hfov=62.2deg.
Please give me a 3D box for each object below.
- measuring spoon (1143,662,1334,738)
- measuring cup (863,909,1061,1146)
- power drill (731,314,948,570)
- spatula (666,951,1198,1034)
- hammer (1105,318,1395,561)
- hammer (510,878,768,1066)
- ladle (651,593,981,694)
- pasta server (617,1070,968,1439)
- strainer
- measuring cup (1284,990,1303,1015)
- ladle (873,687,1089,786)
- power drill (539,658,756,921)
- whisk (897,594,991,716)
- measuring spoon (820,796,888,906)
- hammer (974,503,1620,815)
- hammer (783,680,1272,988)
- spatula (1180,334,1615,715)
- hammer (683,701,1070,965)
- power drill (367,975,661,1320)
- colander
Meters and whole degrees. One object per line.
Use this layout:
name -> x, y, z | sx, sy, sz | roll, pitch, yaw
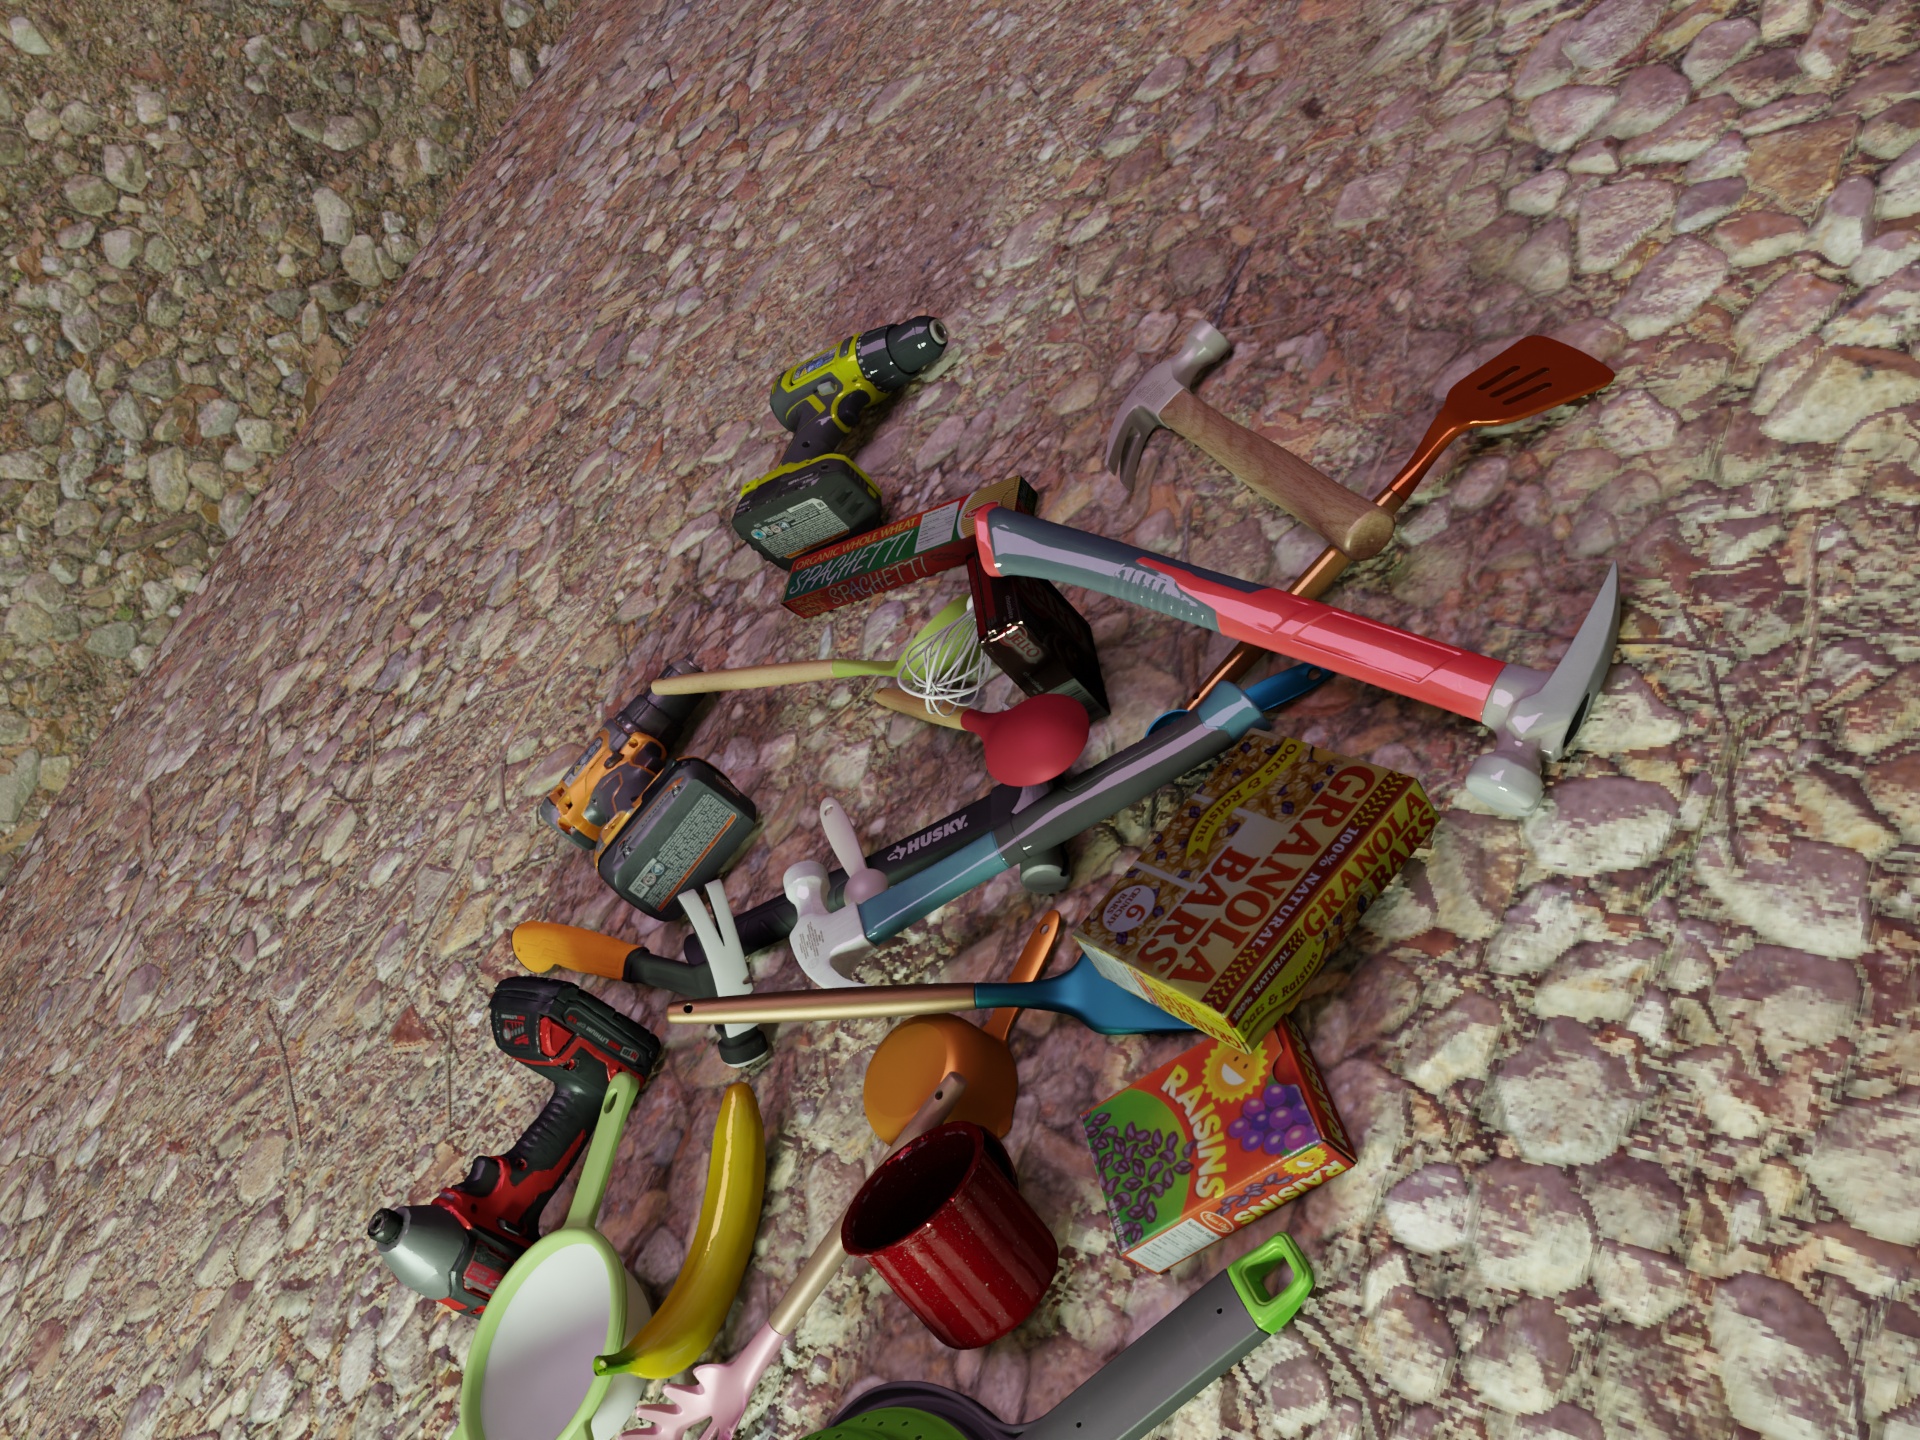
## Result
measuring spoon -> 0.173, -0.003, 0.973 | 0.128, 0.021, 0.042 | -27, 51, 15
measuring cup -> 0.004, 0.181, 0.952 | 0.095, 0.052, 0.174 | 16, 73, 50
power drill -> -0.106, -0.258, 1.420 | 0.190, 0.080, 0.229 | -17, 45, 36
spatula -> -0.018, 0.155, 0.920 | 0.317, 0.044, 0.082 | -5, 60, 6
hammer -> 0.189, -0.176, 1.061 | 0.130, 0.031, 0.332 | -47, 31, 8
hammer -> -0.259, 0.174, 1.199 | 0.034, 0.127, 0.337 | -22, 13, -38
ladle -> -0.120, -0.050, 1.229 | 0.320, 0.062, 0.078 | -5, 17, 32
pasta server -> -0.094, 0.325, 0.907 | 0.060, 0.040, 0.316 | 42, 102, 37
strainer -> -0.233, 0.359, 1.030 | 0.151, 0.069, 0.257 | -19, 46, 37
measuring cup -> 0.176, 0.103, 0.877 | 0.062, 0.029, 0.157 | -6, 43, 41
ladle -> -0.002, -0.003, 1.079 | 0.069, 0.031, 0.315 | -49, 21, -11
power drill -> -0.247, 0.048, 1.304 | 0.185, 0.084, 0.226 | -52, 33, -5
whisk -> 0.013, -0.074, 1.105 | 0.059, 0.057, 0.246 | 5, 30, 15
measuring spoon -> -0.081, 0.088, 1.090 | 0.034, 0.018, 0.124 | -44, 38, 10
hammer -> 0.173, -0.076, 0.920 | 0.387, 0.038, 0.143 | 23, 76, 33
hammer -> 0.037, 0.070, 0.974 | 0.331, 0.033, 0.128 | -31, 46, 14
spatula -> 0.255, -0.115, 0.977 | 0.322, 0.041, 0.081 | -48, 36, 10
hammer -> -0.066, 0.105, 1.105 | 0.335, 0.035, 0.146 | -27, 43, 28
power drill -> -0.311, 0.296, 1.104 | 0.078, 0.143, 0.220 | -4, 54, 41
colander -> -0.002, 0.368, 0.766 | 0.397, 0.094, 0.205 | -43, 38, 10
